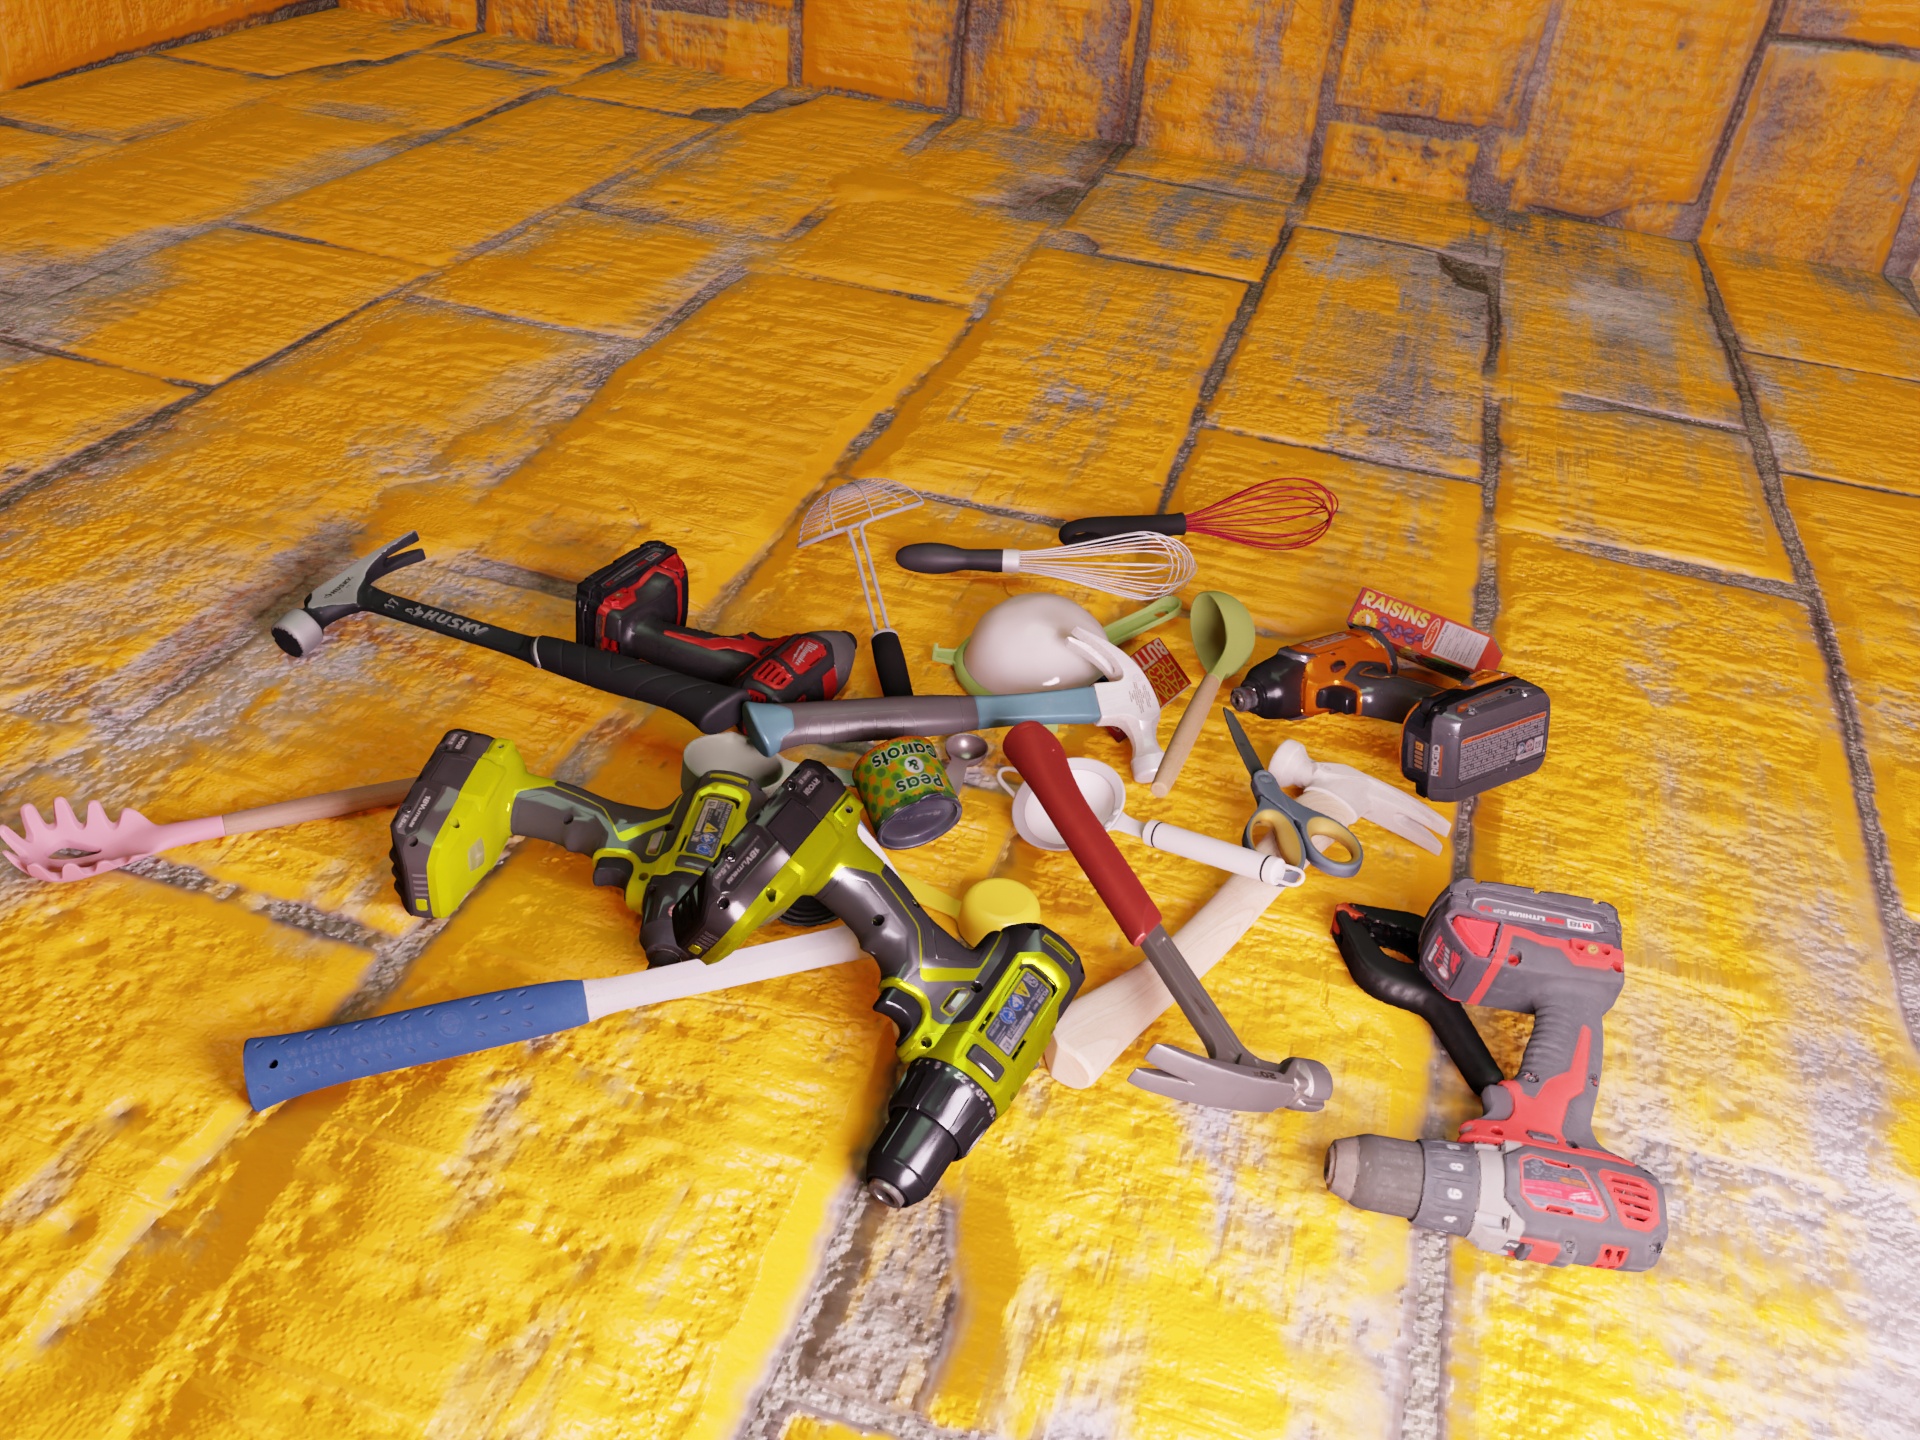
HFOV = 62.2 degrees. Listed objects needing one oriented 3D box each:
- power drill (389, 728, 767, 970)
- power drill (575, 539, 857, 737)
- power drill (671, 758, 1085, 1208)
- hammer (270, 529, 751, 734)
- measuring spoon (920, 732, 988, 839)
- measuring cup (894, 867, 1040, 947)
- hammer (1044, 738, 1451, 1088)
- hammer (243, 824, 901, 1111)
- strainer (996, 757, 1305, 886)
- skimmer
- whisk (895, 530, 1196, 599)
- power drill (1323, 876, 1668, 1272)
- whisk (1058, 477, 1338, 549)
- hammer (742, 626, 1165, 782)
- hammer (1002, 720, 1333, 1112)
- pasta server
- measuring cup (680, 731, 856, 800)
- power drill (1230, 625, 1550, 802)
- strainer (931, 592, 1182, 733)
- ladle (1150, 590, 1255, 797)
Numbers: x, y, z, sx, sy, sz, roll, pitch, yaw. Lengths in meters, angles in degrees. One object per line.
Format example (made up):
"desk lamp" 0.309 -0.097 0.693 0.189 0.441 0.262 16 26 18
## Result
"power drill" -0.257 0.091 1.072 0.223 0.080 0.171 12 41 2
"power drill" -0.197 -0.066 1.316 0.220 0.078 0.143 23 38 19
"power drill" -0.054 0.152 0.939 0.228 0.080 0.191 41 54 -3
"hammer" -0.346 -0.061 1.265 0.409 0.036 0.149 16 47 21
"measuring spoon" -0.008 0.054 1.228 0.034 0.018 0.124 13 41 10
"measuring cup" -0.016 0.116 1.115 0.156 0.029 0.062 22 37 18
"hammer" 0.199 0.137 1.117 0.146 0.038 0.410 28 40 27
"hammer" -0.218 0.163 0.971 0.405 0.035 0.144 -10 73 -16
"strainer" 0.133 0.081 1.141 0.259 0.050 0.087 16 57 40
"skimmer" -0.069 -0.096 1.413 0.127 0.090 0.364 -19 47 3
"whisk" 0.080 -0.149 1.501 0.284 0.070 0.070 2 34 3
"power drill" 0.318 0.211 0.961 0.188 0.080 0.227 9 51 5
"whisk" 0.242 -0.199 1.601 0.295 0.073 0.073 -6 36 -10
"hammer" -0.002 -0.004 1.229 0.331 0.033 0.128 -4 69 -18
"hammer" 0.099 0.112 1.038 0.149 0.036 0.359 17 26 -34
"pasta server" -0.486 0.063 1.110 0.316 0.040 0.060 -11 50 -26
"measuring cup" -0.128 0.051 1.194 0.167 0.038 0.083 8 30 -18
"power drill" 0.340 -0.010 1.294 0.164 0.084 0.227 -16 26 -28
"strainer" 0.110 -0.084 1.395 0.256 0.069 0.152 -25 45 -36
"ladle" 0.183 -0.020 1.273 0.062 0.078 0.320 5 27 19
